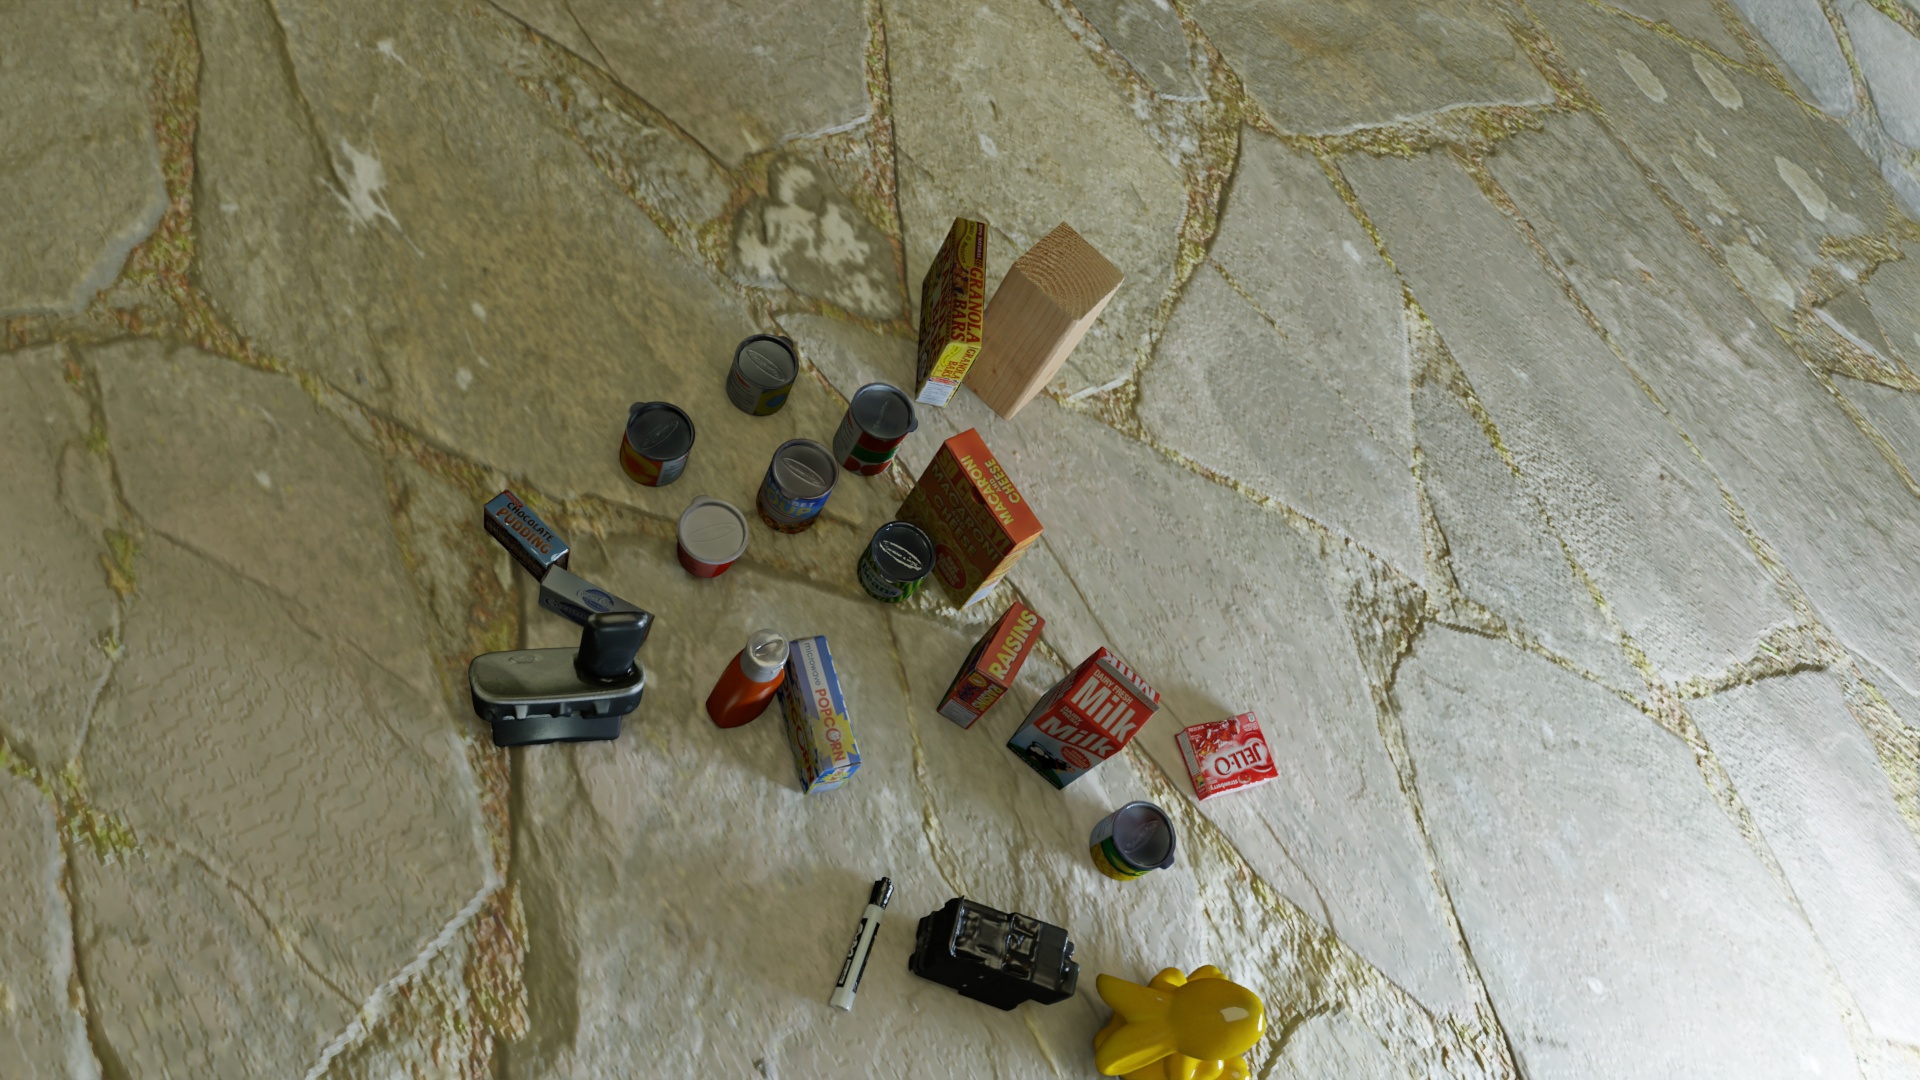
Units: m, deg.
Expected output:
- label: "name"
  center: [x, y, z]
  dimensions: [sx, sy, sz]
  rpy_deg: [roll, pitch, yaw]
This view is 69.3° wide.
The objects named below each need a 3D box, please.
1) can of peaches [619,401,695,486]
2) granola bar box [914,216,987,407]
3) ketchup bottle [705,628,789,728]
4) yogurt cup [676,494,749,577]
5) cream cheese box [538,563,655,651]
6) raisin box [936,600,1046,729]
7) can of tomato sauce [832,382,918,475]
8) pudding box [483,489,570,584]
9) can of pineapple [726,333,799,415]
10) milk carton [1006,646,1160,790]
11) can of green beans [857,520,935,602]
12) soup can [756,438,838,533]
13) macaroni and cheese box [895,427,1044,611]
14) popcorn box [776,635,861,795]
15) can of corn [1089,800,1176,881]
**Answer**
- label: "can of peaches"
  center: [-0.298, -0.095, 1.355]
  dimensions: [0.071, 0.057, 0.071]
  rpy_deg: [8, 63, -16]
- label: "granola bar box"
  center: [-0.010, -0.245, 1.497]
  dimensions: [0.039, 0.123, 0.166]
  rpy_deg: [11, 62, -15]
- label: "ketchup bottle"
  center: [-0.185, 0.122, 1.237]
  dimensions: [0.065, 0.148, 0.043]
  rpy_deg: [-28, 77, -29]
- label: "yogurt cup"
  center: [-0.241, 0.001, 1.331]
  dimensions: [0.072, 0.053, 0.072]
  rpy_deg: [8, 63, -16]
- label: "cream cheese box"
  center: [-0.333, 0.063, 1.267]
  dimensions: [0.104, 0.053, 0.024]
  rpy_deg: [28, 59, -6]
- label: "raisin box"
  center: [0.028, 0.120, 1.331]
  dimensions: [0.040, 0.122, 0.086]
  rpy_deg: [34, 59, -2]
- label: "can of tomato sauce"
  center: [-0.088, -0.113, 1.427]
  dimensions: [0.071, 0.082, 0.071]
  rpy_deg: [8, 63, -16]
- label: "pudding box"
  center: [-0.399, -0.002, 1.277]
  dimensions: [0.084, 0.049, 0.030]
  rpy_deg: [44, 59, 4]
- label: "can of pineapple"
  center: [-0.203, -0.170, 1.428]
  dimensions: [0.071, 0.057, 0.071]
  rpy_deg: [8, 63, -16]
- label: "milk carton"
  center: [0.121, 0.163, 1.305]
  dimensions: [0.072, 0.189, 0.074]
  rpy_deg: [40, 59, 2]
- label: "can of green beans"
  center: [-0.065, 0.022, 1.384]
  dimensions: [0.071, 0.057, 0.071]
  rpy_deg: [8, 63, -16]
- label: "soup can"
  center: [-0.163, -0.051, 1.368]
  dimensions: [0.071, 0.083, 0.071]
  rpy_deg: [8, 63, -16]
- label: "macaroni and cheese box"
  center: [0.005, -0.017, 1.365]
  dimensions: [0.040, 0.165, 0.124]
  rpy_deg: [-28, 77, -29]
- label: "popcorn box"
  center: [-0.134, 0.160, 1.274]
  dimensions: [0.038, 0.085, 0.127]
  rpy_deg: [-9, 69, -24]
- label: "can of corn"
  center: [0.167, 0.292, 1.335]
  dimensions: [0.071, 0.058, 0.071]
  rpy_deg: [8, 63, -16]
